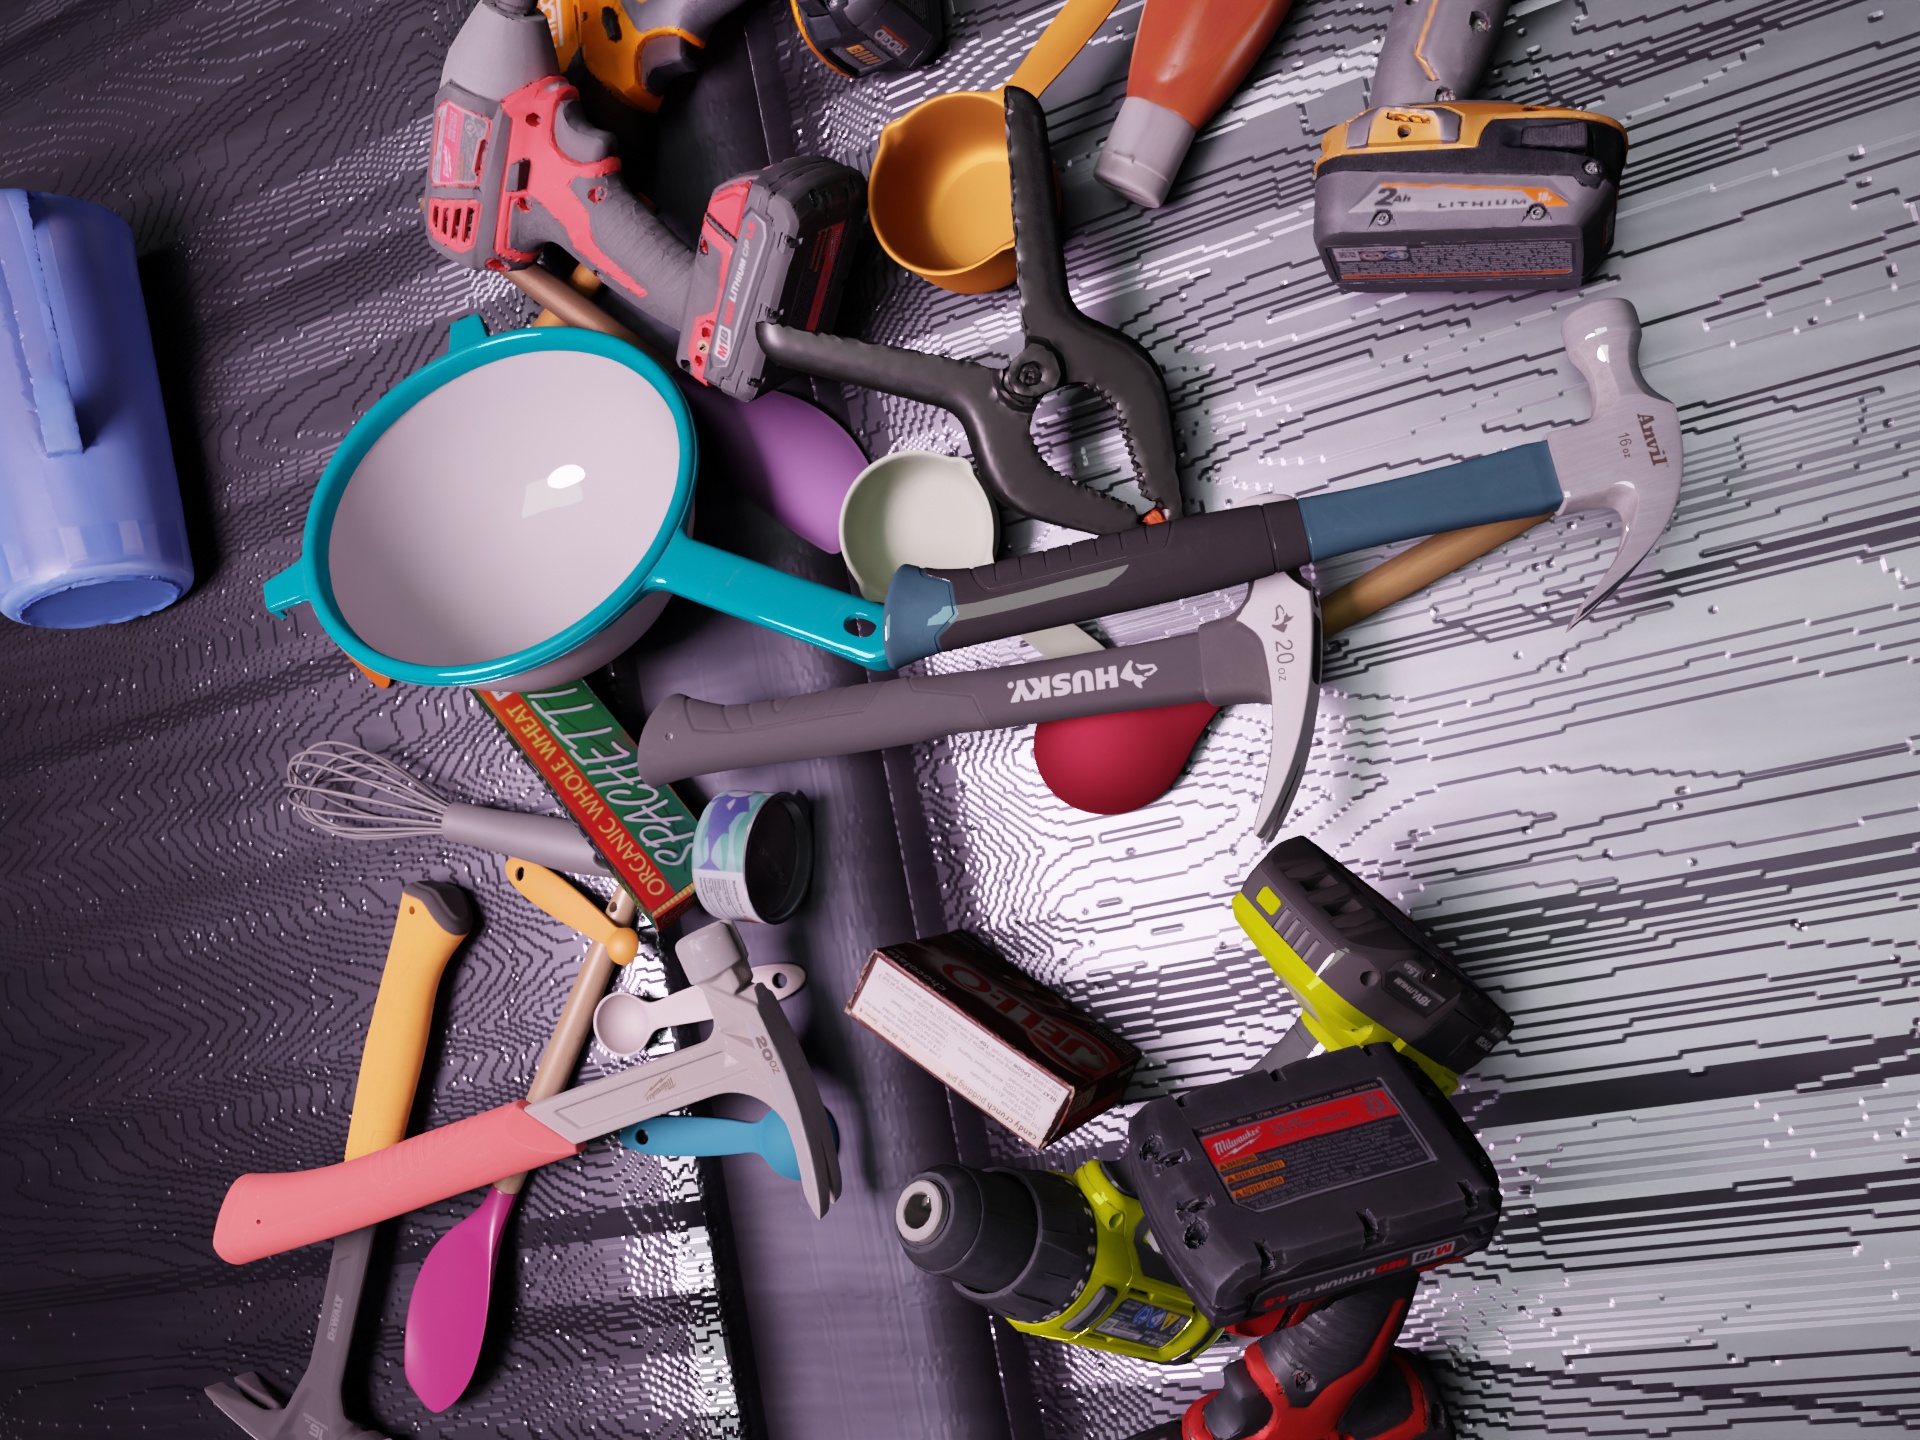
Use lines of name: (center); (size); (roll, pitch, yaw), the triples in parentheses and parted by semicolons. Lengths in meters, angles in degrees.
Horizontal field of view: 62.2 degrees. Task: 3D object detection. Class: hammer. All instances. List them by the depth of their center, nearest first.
hammer: (0.127, -0.076, 0.656); (0.331, 0.033, 0.128); (-12, 74, 6)
hammer: (-0.001, -0.002, 0.732); (0.335, 0.035, 0.146); (-9, 77, 21)
hammer: (-0.238, 0.228, 0.822); (0.359, 0.036, 0.149); (-23, 90, 18)
hammer: (-0.340, 0.254, 0.902); (0.127, 0.034, 0.337); (15, 92, 27)

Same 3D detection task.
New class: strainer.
strainer: (-0.165, -0.073, 0.801); (0.340, 0.095, 0.211); (20, 70, 22)

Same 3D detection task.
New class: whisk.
whisk: (-0.279, 0.053, 0.884); (0.239, 0.055, 0.055); (10, 92, 19)

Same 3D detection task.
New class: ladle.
ladle: (0.166, -0.046, 0.705); (0.315, 0.031, 0.069); (-30, 88, 17)

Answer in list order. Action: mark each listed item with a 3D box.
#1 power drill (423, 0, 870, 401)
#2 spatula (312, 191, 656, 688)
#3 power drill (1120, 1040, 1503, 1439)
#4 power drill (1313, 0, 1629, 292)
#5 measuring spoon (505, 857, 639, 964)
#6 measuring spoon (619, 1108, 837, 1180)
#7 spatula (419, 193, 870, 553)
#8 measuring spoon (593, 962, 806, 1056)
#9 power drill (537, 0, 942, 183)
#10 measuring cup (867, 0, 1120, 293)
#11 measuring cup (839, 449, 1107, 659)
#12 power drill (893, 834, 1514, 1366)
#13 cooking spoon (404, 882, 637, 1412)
power drill: (-0.164, -0.262, 0.786); (0.220, 0.078, 0.143); (29, 125, 10)
spatula: (-0.270, -0.163, 0.902); (0.081, 0.041, 0.322); (43, 100, 19)
power drill: (0.105, 0.242, 0.603); (0.188, 0.080, 0.226); (-12, 125, -12)
power drill: (0.241, -0.299, 0.658); (0.185, 0.084, 0.226); (5, 85, 22)
measuring spoon: (-0.213, 0.100, 0.856); (0.117, 0.011, 0.021); (26, 96, 35)
measuring spoon: (-0.125, 0.216, 0.819); (0.128, 0.021, 0.042); (-5, 85, 21)
spatula: (-0.171, -0.196, 0.846); (0.316, 0.018, 0.060); (36, 98, 13)
measuring spoon: (-0.135, 0.148, 0.835); (0.124, 0.018, 0.034); (-17, 85, 15)
power drill: (-0.126, -0.361, 0.819); (0.226, 0.084, 0.164); (-6, 86, 27)
measuring cup: (0.032, -0.283, 0.761); (0.095, 0.052, 0.173); (45, 103, 19)
measuring cup: (0.018, -0.065, 0.771); (0.167, 0.038, 0.083); (38, 103, 3)
power drill: (0.095, 0.161, 0.643); (0.228, 0.190, 0.080); (-48, 43, 9)
cooking spoon: (-0.238, 0.233, 0.869); (0.069, 0.017, 0.319); (29, 99, 38)
